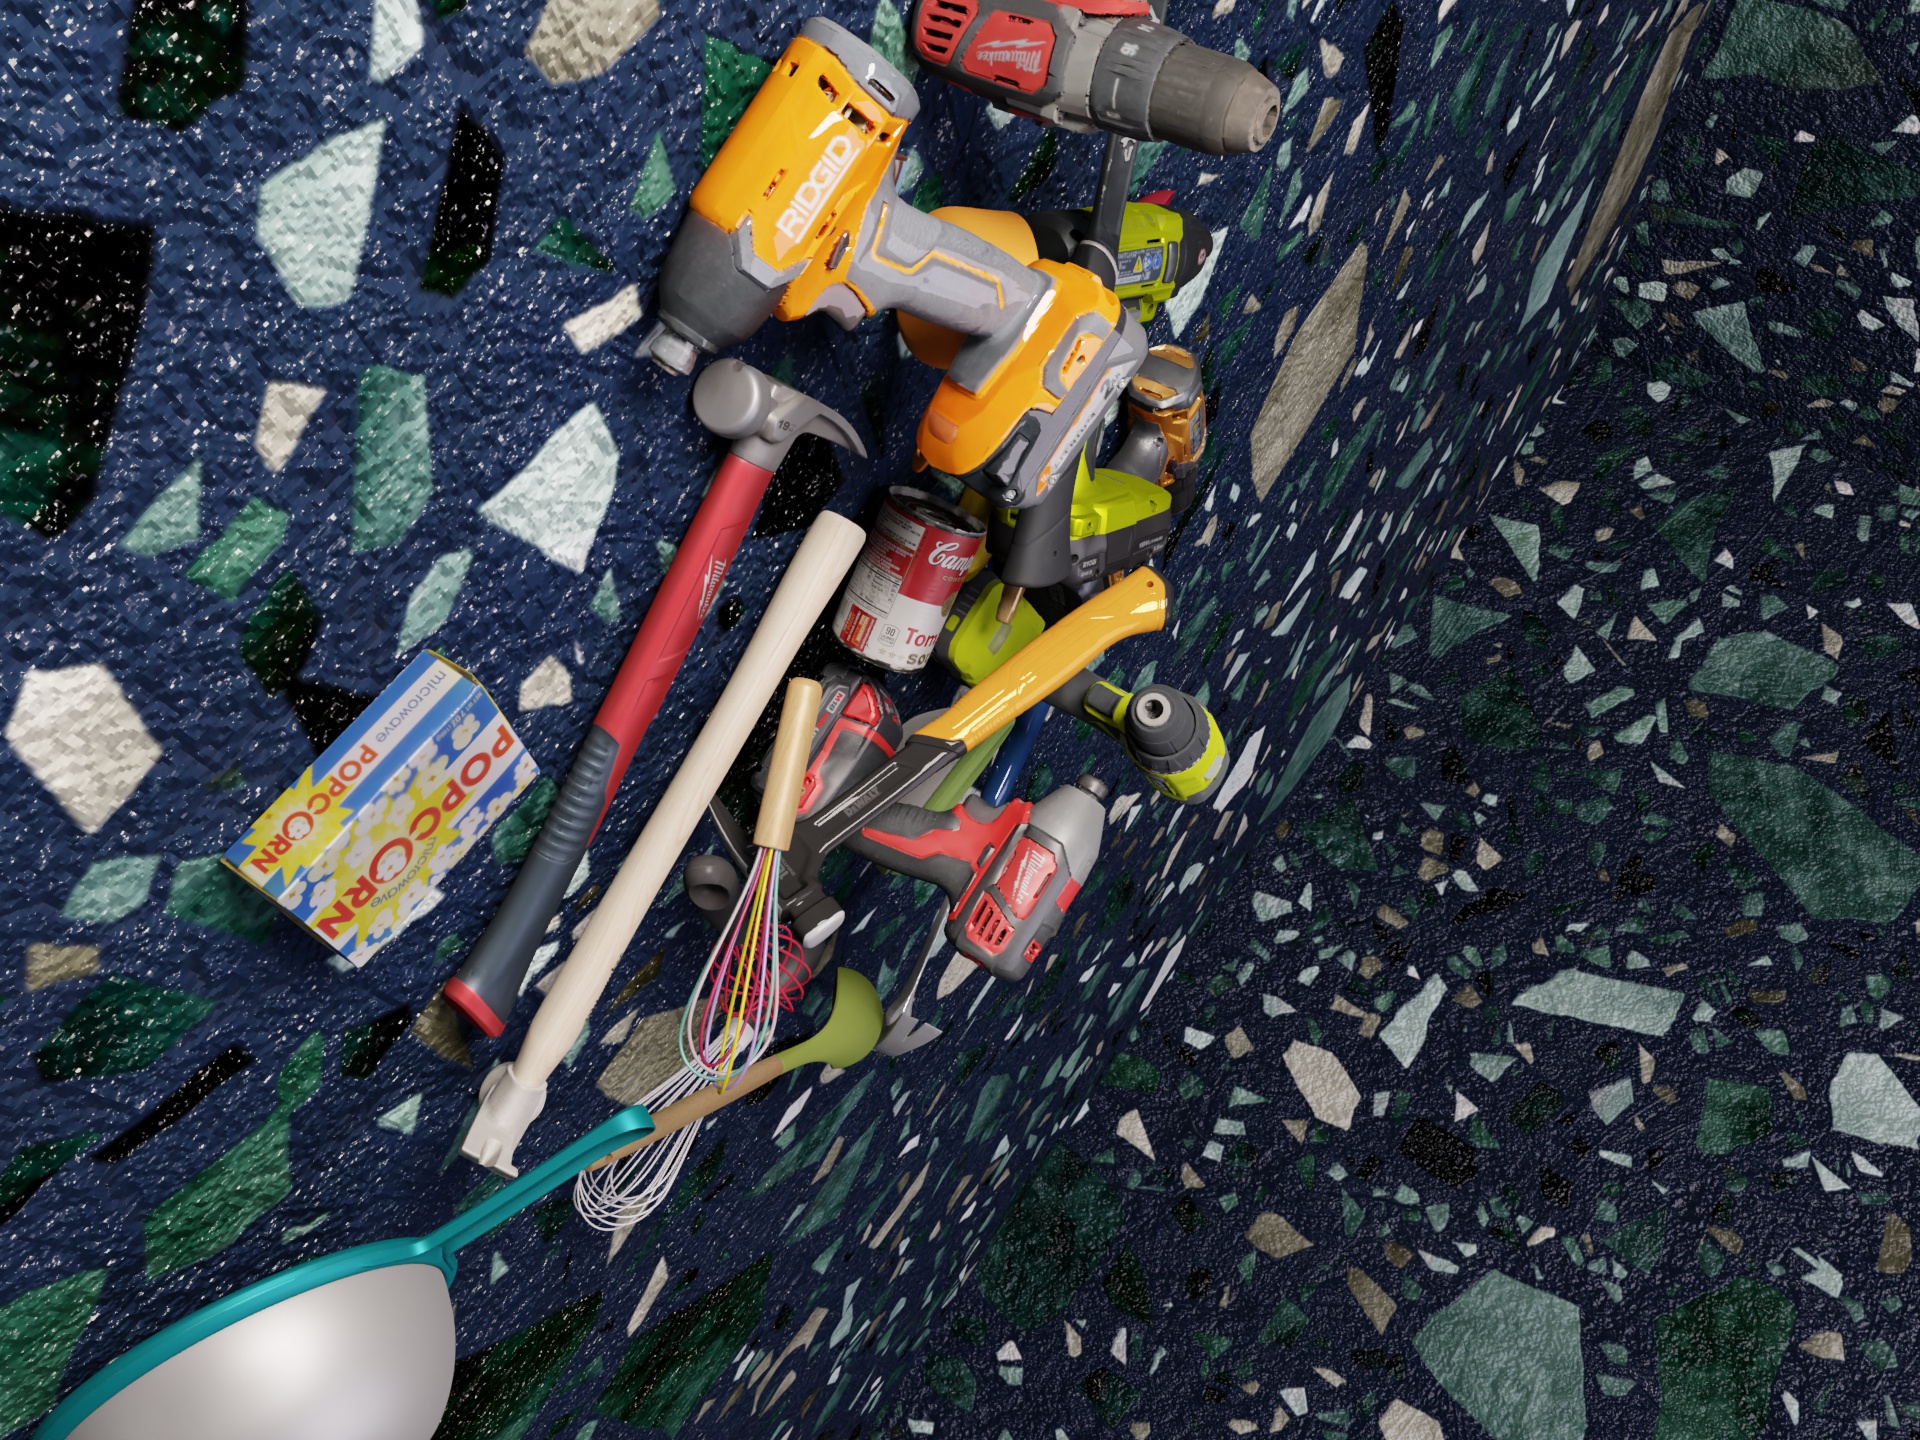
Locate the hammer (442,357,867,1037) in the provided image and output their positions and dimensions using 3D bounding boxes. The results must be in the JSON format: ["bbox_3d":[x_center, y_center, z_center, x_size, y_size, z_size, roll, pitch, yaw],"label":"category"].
[{"bbox_3d":[-0.172,-0.003,0.860,0.386,0.038,0.143,-62,162,8],"label":"hammer"}]

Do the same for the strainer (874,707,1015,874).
[{"bbox_3d":[-0.028,0.041,1.250,0.151,0.069,0.256,-52,178,-2],"label":"strainer"}]

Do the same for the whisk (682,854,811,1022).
[{"bbox_3d":[-0.146,0.143,1.057,0.073,0.073,0.295,-52,164,-18],"label":"whisk"}]

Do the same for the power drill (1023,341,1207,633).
[{"bbox_3d":[0.129,-0.166,1.282,0.226,0.084,0.185,-58,159,-17],"label":"power drill"}]

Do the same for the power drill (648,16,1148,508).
[{"bbox_3d":[-0.032,-0.192,0.754,0.226,0.084,0.164,30,99,-40],"label":"power drill"}]

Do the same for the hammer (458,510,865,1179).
[{"bbox_3d":[-0.165,0.063,0.904,0.410,0.038,0.146,-61,-170,-5],"label":"hammer"}]

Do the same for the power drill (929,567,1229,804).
[{"bbox_3d":[0.086,-0.026,1.155,0.080,0.229,0.190,-58,160,-3],"label":"power drill"}]

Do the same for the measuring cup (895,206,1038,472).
[{"bbox_3d":[-0.015,-0.207,0.893,0.052,0.095,0.173,0,140,-29],"label":"measuring cup"}]

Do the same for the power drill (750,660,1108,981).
[{"bbox_3d":[-0.015,0.058,1.050,0.143,0.220,0.078,-56,160,-7],"label":"power drill"}]

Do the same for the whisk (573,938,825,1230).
[{"bbox_3d":[-0.185,0.255,1.178,0.285,0.070,0.070,-50,159,-38],"label":"whisk"}]

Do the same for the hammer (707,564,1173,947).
[{"bbox_3d":[-0.002,-0.003,1.012,0.337,0.127,0.034,-36,164,-16],"label":"hammer"}]

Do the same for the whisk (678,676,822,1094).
[{"bbox_3d":[-0.117,0.095,0.928,0.047,0.051,0.245,30,71,-73],"label":"whisk"}]

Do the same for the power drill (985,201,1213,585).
[{"bbox_3d":[0.092,-0.211,1.007,0.171,0.080,0.223,-23,129,-44],"label":"power drill"}]

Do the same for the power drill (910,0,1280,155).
[{"bbox_3d":[0.080,-0.378,0.715,0.080,0.188,0.226,-30,141,-51],"label":"power drill"}]

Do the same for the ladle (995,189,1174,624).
[{"bbox_3d":[0.080,-0.216,1.093,0.069,0.031,0.315,-47,156,-87],"label":"ladle"}]

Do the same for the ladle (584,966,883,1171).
[{"bbox_3d":[-0.159,0.252,1.139,0.320,0.062,0.078,-16,115,-55],"label":"ladle"}]

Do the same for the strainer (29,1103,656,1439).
[{"bbox_3d":[-0.284,0.322,0.795,0.340,0.095,0.210,-33,157,-2],"label":"strainer"}]

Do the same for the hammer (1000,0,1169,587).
[{"bbox_3d":[0.078,-0.273,0.872,0.149,0.036,0.409,6,98,-48],"label":"hammer"}]

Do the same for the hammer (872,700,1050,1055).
[{"bbox_3d":[0.020,0.087,1.320,0.405,0.035,0.144,-66,-168,-13],"label":"hammer"}]
